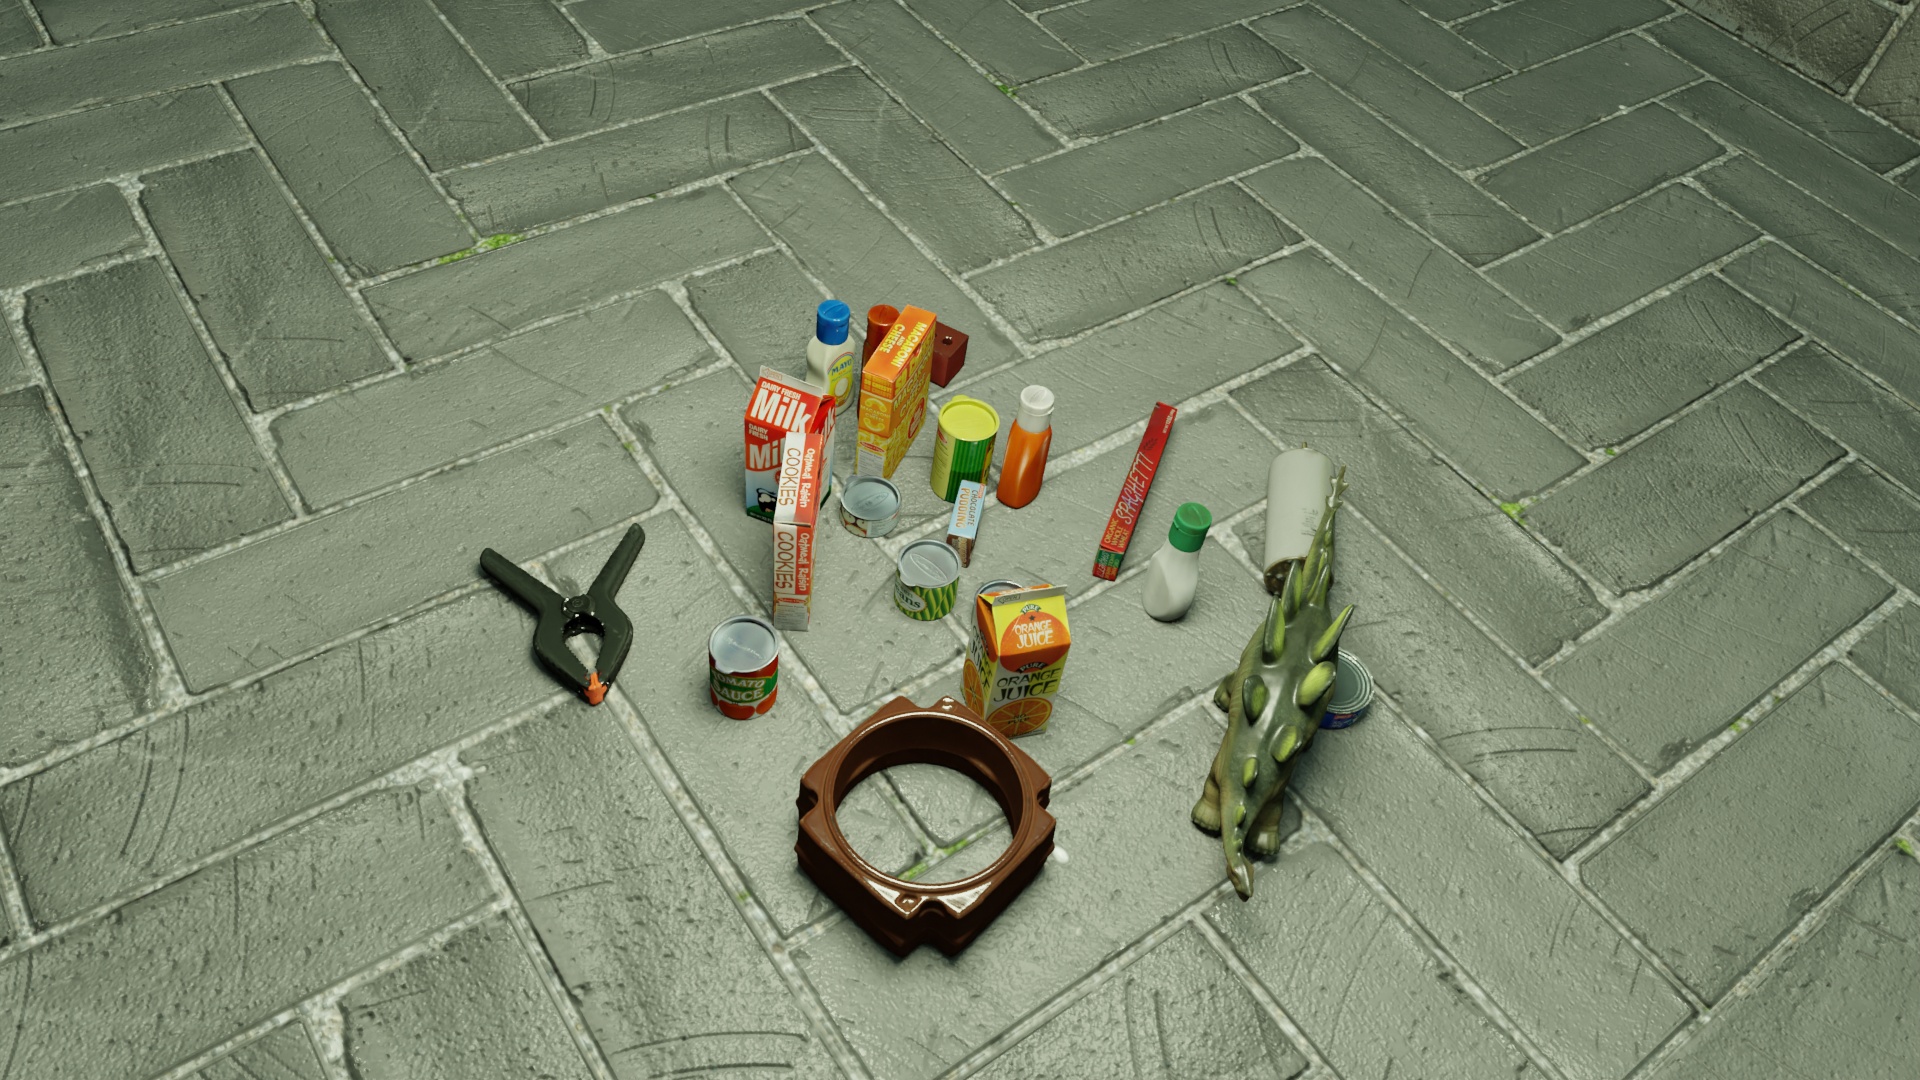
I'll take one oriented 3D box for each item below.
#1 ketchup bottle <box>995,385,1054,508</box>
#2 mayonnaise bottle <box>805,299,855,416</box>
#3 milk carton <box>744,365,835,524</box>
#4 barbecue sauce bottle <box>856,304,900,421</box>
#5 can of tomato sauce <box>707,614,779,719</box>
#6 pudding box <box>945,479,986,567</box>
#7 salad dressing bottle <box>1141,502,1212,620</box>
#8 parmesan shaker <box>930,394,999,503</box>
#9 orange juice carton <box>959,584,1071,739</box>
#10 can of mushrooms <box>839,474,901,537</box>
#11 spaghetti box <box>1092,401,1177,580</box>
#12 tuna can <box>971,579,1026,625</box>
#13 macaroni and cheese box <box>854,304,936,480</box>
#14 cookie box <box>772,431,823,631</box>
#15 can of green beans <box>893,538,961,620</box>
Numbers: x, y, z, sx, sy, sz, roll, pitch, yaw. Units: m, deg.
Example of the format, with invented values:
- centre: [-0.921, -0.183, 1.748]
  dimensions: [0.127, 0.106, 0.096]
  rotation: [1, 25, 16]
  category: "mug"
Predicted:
- centre: [0.075, -0.104, 1.522]
  dimensions: [0.043, 0.148, 0.065]
  rotation: [29, 52, 16]
  category: "ketchup bottle"
- centre: [-0.147, -0.205, 1.577]
  dimensions: [0.041, 0.147, 0.065]
  rotation: [39, 55, 23]
  category: "mayonnaise bottle"
- centre: [-0.178, -0.101, 1.454]
  dimensions: [0.072, 0.189, 0.074]
  rotation: [20, 50, 9]
  category: "milk carton"
- centre: [-0.091, -0.201, 1.581]
  dimensions: [0.044, 0.147, 0.065]
  rotation: [12, 49, 2]
  category: "barbecue sauce bottle"
- centre: [-0.207, 0.124, 1.326]
  dimensions: [0.071, 0.082, 0.071]
  rotation: [4, 49, -5]
  category: "can of tomato sauce"
- centre: [0.005, -0.019, 1.503]
  dimensions: [0.030, 0.049, 0.084]
  rotation: [12, 49, 2]
  category: "pudding box"
- centre: [0.225, 0.022, 1.436]
  dimensions: [0.044, 0.146, 0.064]
  rotation: [-9, 51, -16]
  category: "salad dressing bottle"
- centre: [0.003, -0.100, 1.539]
  dimensions: [0.071, 0.102, 0.072]
  rotation: [4, 49, -5]
  category: "parmesan shaker"
- centre: [0.052, 0.106, 1.307]
  dimensions: [0.072, 0.191, 0.073]
  rotation: [-8, 51, -15]
  category: "orange juice carton"
- centre: [-0.100, -0.038, 1.515]
  dimensions: [0.071, 0.033, 0.071]
  rotation: [4, 49, -5]
  category: "can of mushrooms"
- centre: [0.198, -0.058, 1.566]
  dimensions: [0.029, 0.049, 0.251]
  rotation: [19, 49, 8]
  category: "spaghetti box"
- centre: [0.047, 0.075, 1.440]
  dimensions: [0.071, 0.032, 0.071]
  rotation: [4, 49, -5]
  category: "tuna can"
- centre: [-0.071, -0.158, 1.535]
  dimensions: [0.040, 0.165, 0.124]
  rotation: [20, 50, 9]
  category: "macaroni and cheese box"
- centre: [-0.162, -0.008, 1.391]
  dimensions: [0.040, 0.166, 0.123]
  rotation: [5, 49, -4]
  category: "cookie box"
- centre: [-0.035, 0.041, 1.440]
  dimensions: [0.071, 0.057, 0.071]
  rotation: [4, 49, -5]
  category: "can of green beans"
